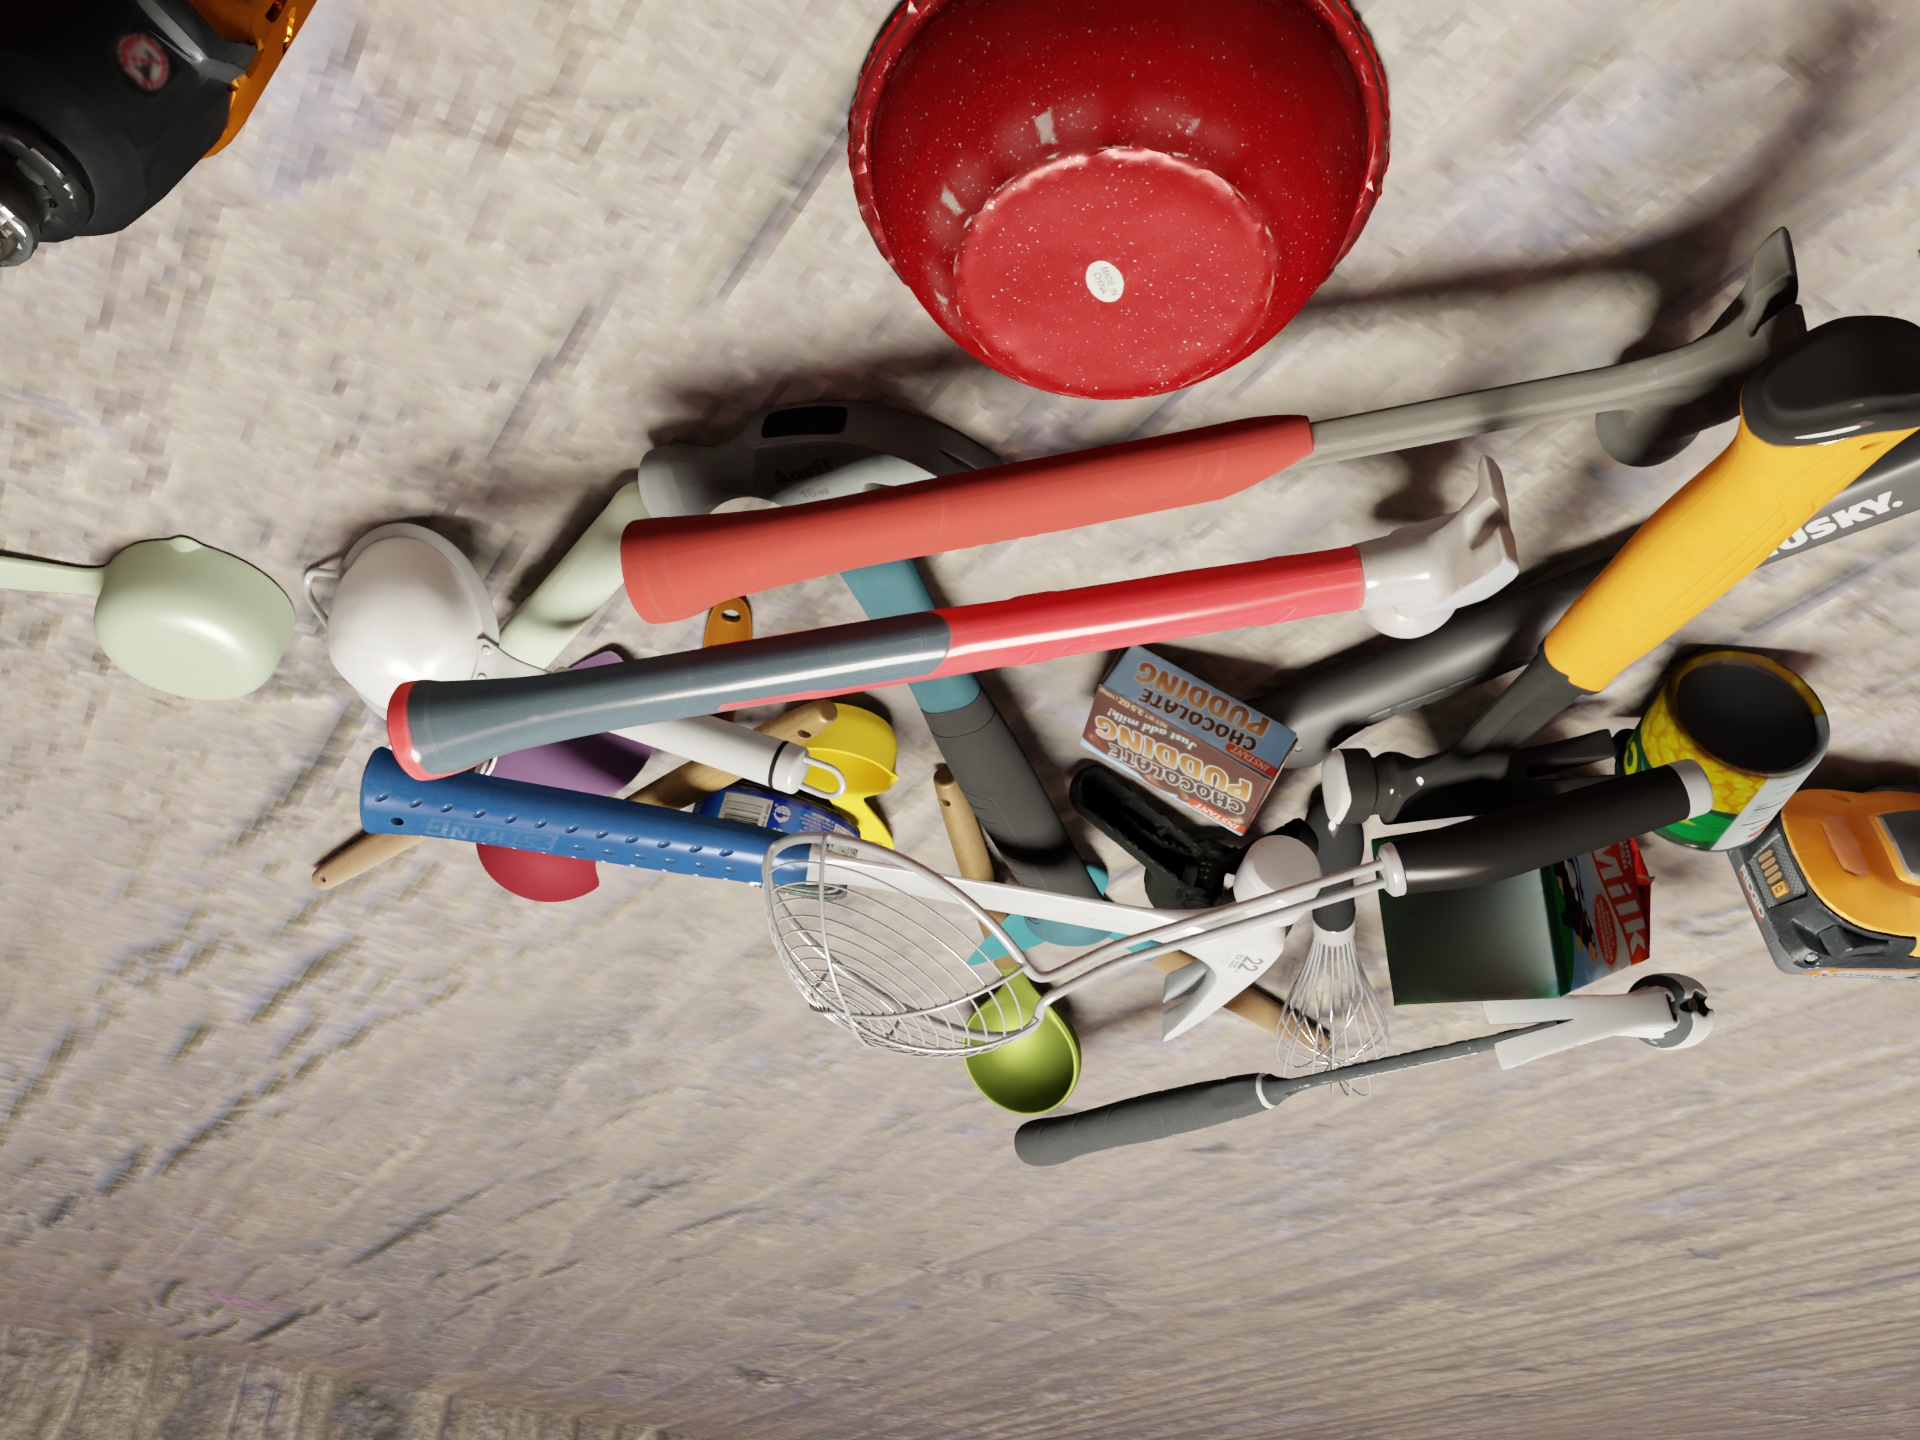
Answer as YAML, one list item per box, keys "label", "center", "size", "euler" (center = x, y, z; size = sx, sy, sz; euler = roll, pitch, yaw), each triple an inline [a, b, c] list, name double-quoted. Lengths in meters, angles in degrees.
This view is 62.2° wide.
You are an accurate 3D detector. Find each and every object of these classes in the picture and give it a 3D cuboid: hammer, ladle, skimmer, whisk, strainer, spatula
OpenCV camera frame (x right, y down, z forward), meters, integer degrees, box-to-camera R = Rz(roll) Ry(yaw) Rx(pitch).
- label: "hammer"
  center: [0.175, 0.197, 0.851]
  size: [0.149, 0.036, 0.409]
  euler: [6, 157, -42]
- label: "ladle"
  center: [0.017, 0.130, 0.886]
  size: [0.078, 0.062, 0.319]
  euler: [14, 148, 22]
- label: "skimmer"
  center: [0.101, 0.054, 0.629]
  size: [0.363, 0.090, 0.127]
  euler: [-16, 135, 2]
- label: "hammer"
  center: [-0.001, -0.002, 0.676]
  size: [0.128, 0.033, 0.330]
  euler: [-11, 137, 19]
- label: "whisk"
  center: [0.203, 0.125, 0.862]
  size: [0.070, 0.070, 0.284]
  euler: [-3, 141, 11]
- label: "hammer"
  center: [-0.057, 0.070, 0.709]
  size: [0.405, 0.035, 0.144]
  euler: [10, 143, -4]
- label: "hammer"
  center: [-0.014, -0.027, 0.542]
  size: [0.386, 0.038, 0.143]
  euler: [-9, 174, 5]
- label: "hammer"
  center: [0.247, -0.053, 0.603]
  size: [0.335, 0.035, 0.146]
  euler: [-25, 137, 37]
- label: "strainer"
  center: [-0.164, -0.015, 0.626]
  size: [0.258, 0.050, 0.087]
  euler: [18, 109, 11]
- label: "hammer"
  center: [0.221, -0.028, 0.529]
  size: [0.127, 0.034, 0.336]
  euler: [-4, 160, -3]
- label: "spatula"
  center: [0.128, 0.148, 0.908]
  size: [0.317, 0.044, 0.082]
  euler: [31, 110, -37]
- label: "whisk"
  center: [-0.190, -0.029, 0.681]
  size: [0.058, 0.059, 0.246]
  euler: [-15, 163, -48]
- label: "hammer"
  center: [0.060, -0.079, 0.501]
  size: [0.359, 0.037, 0.149]
  euler: [-9, 175, 12]
- label: "ladle"
  center: [-0.152, 0.043, 0.757]
  size: [0.069, 0.031, 0.315]
  euler: [32, 144, -27]
- label: "spatula"
  center: [-0.250, 0.041, 0.800]
  size: [0.316, 0.018, 0.060]
  euler: [-24, 97, 39]

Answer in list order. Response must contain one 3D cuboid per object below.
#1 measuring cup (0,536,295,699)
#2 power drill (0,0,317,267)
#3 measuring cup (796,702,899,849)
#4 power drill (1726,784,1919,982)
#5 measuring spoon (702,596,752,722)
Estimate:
- label: "measuring cup"
  center: [-0.374, -0.045, 0.675]
  size: [0.167, 0.038, 0.083]
  euler: [7, 146, -9]
- label: "power drill"
  center: [-0.228, -0.206, 0.307]
  size: [0.084, 0.164, 0.226]
  euler: [-14, 141, 25]
- label: "measuring cup"
  center: [-0.051, 0.031, 0.777]
  size: [0.062, 0.029, 0.156]
  euler: [4, 159, 9]
- label: "power drill"
  center: [0.417, 0.024, 0.645]
  size: [0.185, 0.084, 0.226]
  euler: [6, 144, -19]
- label: "measuring spoon"
  center: [-0.106, -0.021, 0.713]
  size: [0.021, 0.011, 0.116]
  euler: [9, 143, -7]
